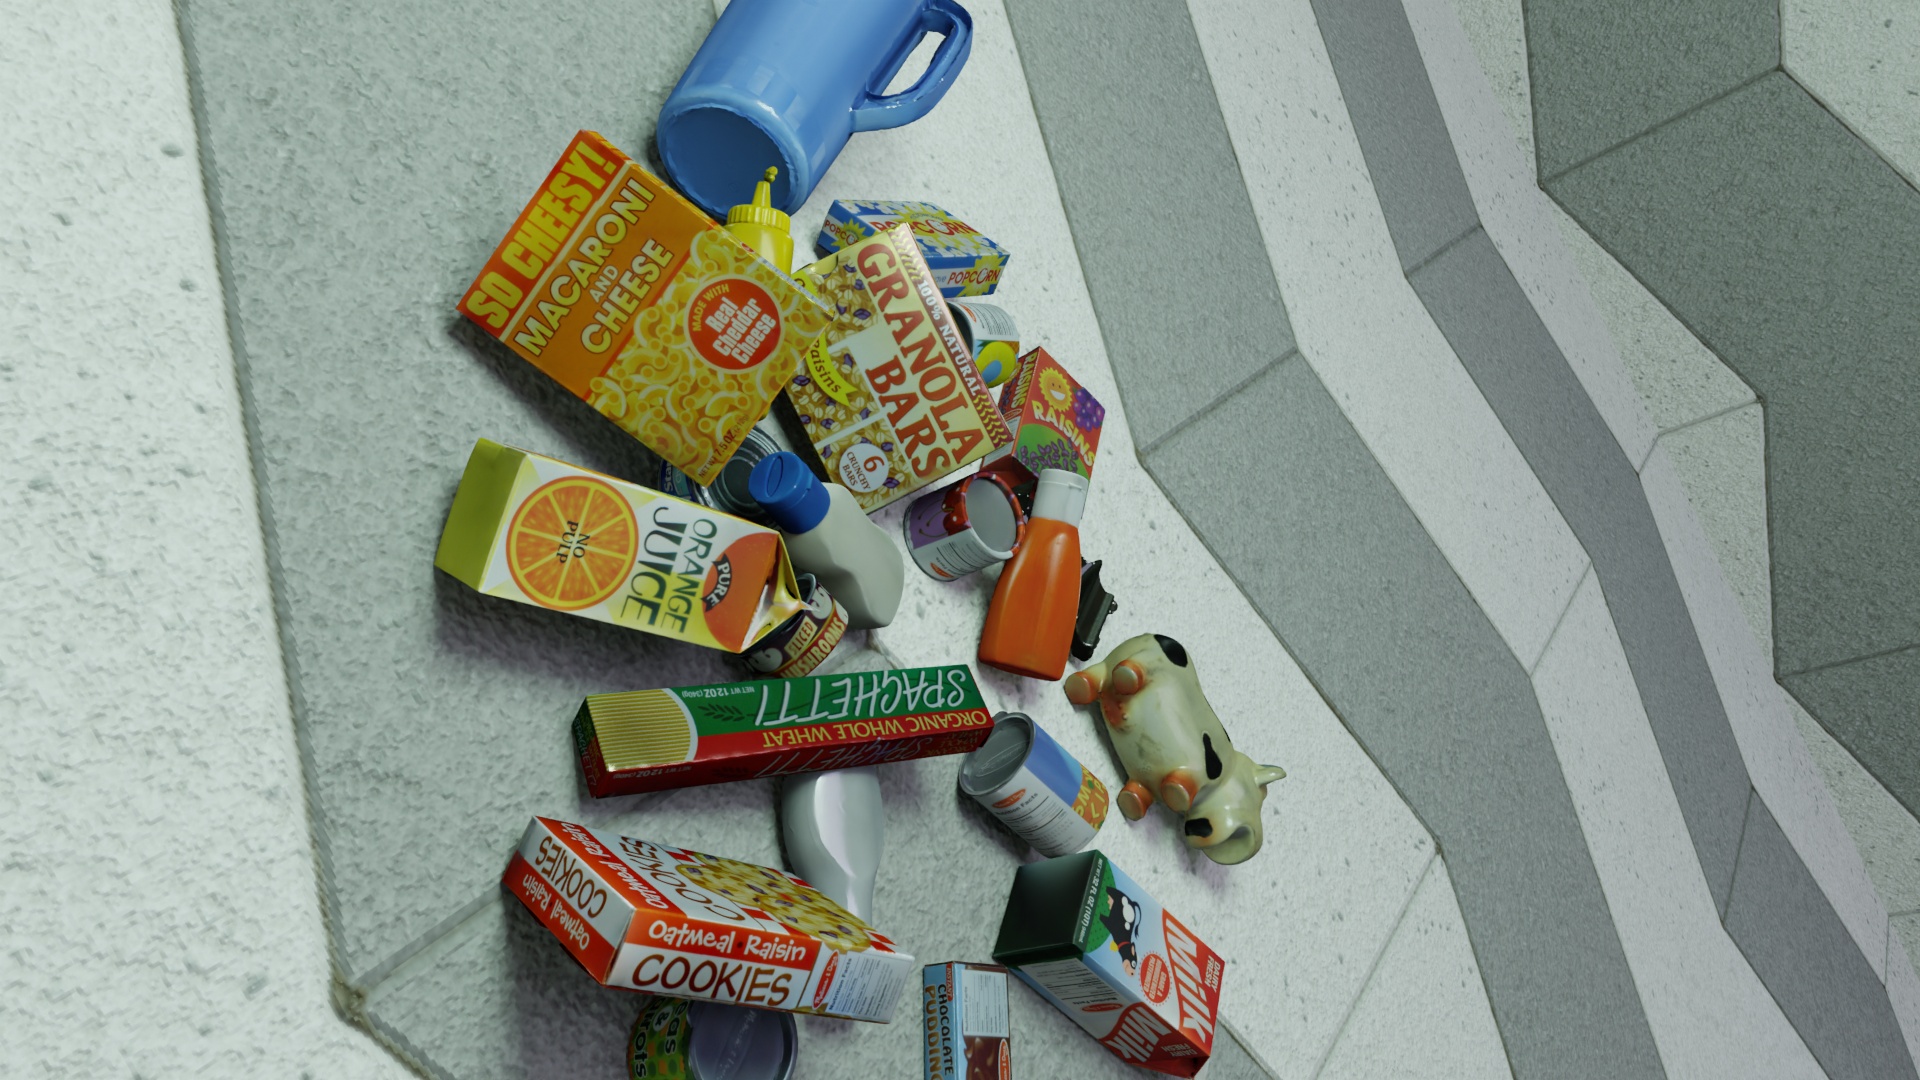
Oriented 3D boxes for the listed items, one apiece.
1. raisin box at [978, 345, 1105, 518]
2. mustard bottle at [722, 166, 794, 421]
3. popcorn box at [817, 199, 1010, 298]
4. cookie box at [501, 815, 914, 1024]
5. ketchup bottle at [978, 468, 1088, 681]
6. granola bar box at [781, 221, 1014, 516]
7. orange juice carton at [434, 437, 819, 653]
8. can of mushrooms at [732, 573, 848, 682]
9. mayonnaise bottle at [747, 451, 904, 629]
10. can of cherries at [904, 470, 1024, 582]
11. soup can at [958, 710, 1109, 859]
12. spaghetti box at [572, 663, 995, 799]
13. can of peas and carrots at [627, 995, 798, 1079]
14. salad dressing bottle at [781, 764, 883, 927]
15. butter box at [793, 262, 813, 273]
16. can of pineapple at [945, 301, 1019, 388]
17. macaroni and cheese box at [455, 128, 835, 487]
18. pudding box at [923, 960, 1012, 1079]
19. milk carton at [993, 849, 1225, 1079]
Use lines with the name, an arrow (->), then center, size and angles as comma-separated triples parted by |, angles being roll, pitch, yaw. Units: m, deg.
raisin box -> 0.067, -0.082, 1.107 | 0.086, 0.040, 0.124 | 40, 46, -27
mustard bottle -> -0.132, -0.157, 0.871 | 0.049, 0.065, 0.160 | 8, 85, -9
popcorn box -> -0.033, -0.215, 1.027 | 0.085, 0.038, 0.127 | 37, 29, 23
cookie box -> -0.126, 0.191, 0.693 | 0.167, 0.123, 0.040 | 24, 85, -39
ketchup bottle -> 0.059, 0.024, 1.002 | 0.065, 0.043, 0.149 | 19, 79, -26
granola bar box -> -0.056, -0.112, 0.930 | 0.124, 0.039, 0.165 | -27, 93, -8
orange juice carton -> -0.170, 0.009, 0.751 | 0.193, 0.072, 0.073 | 19, 88, -39
can of mushrooms -> -0.101, 0.055, 0.829 | 0.033, 0.071, 0.071 | 49, 42, -22
mayonnaise bottle -> -0.081, -0.002, 0.861 | 0.147, 0.041, 0.065 | 53, 37, -52
can of cherries -> 0.004, -0.012, 0.987 | 0.071, 0.058, 0.072 | 23, 56, -39
soup can -> 0.051, 0.165, 0.946 | 0.083, 0.071, 0.072 | 43, 45, -26
spaghetti box -> -0.092, 0.105, 0.795 | 0.251, 0.028, 0.050 | -1, 50, -35
can of peas and carrots -> -0.128, 0.258, 0.707 | 0.071, 0.058, 0.071 | 24, 55, -38
salad dressing bottle -> -0.072, 0.196, 0.813 | 0.064, 0.044, 0.148 | 14, 62, -44
butter box -> -0.083, -0.143, 0.983 | 0.053, 0.024, 0.103 | -4, 75, -49
can of pineapple -> 0.001, -0.145, 1.047 | 0.058, 0.071, 0.071 | -7, 77, -50
macaroni and cheese box -> -0.174, -0.128, 0.778 | 0.166, 0.123, 0.040 | 36, 8, -12
pudding box -> 0.004, 0.304, 0.853 | 0.049, 0.030, 0.084 | 21, 57, -42
milk carton -> 0.116, 0.296, 0.946 | 0.190, 0.073, 0.073 | 45, 44, -24
